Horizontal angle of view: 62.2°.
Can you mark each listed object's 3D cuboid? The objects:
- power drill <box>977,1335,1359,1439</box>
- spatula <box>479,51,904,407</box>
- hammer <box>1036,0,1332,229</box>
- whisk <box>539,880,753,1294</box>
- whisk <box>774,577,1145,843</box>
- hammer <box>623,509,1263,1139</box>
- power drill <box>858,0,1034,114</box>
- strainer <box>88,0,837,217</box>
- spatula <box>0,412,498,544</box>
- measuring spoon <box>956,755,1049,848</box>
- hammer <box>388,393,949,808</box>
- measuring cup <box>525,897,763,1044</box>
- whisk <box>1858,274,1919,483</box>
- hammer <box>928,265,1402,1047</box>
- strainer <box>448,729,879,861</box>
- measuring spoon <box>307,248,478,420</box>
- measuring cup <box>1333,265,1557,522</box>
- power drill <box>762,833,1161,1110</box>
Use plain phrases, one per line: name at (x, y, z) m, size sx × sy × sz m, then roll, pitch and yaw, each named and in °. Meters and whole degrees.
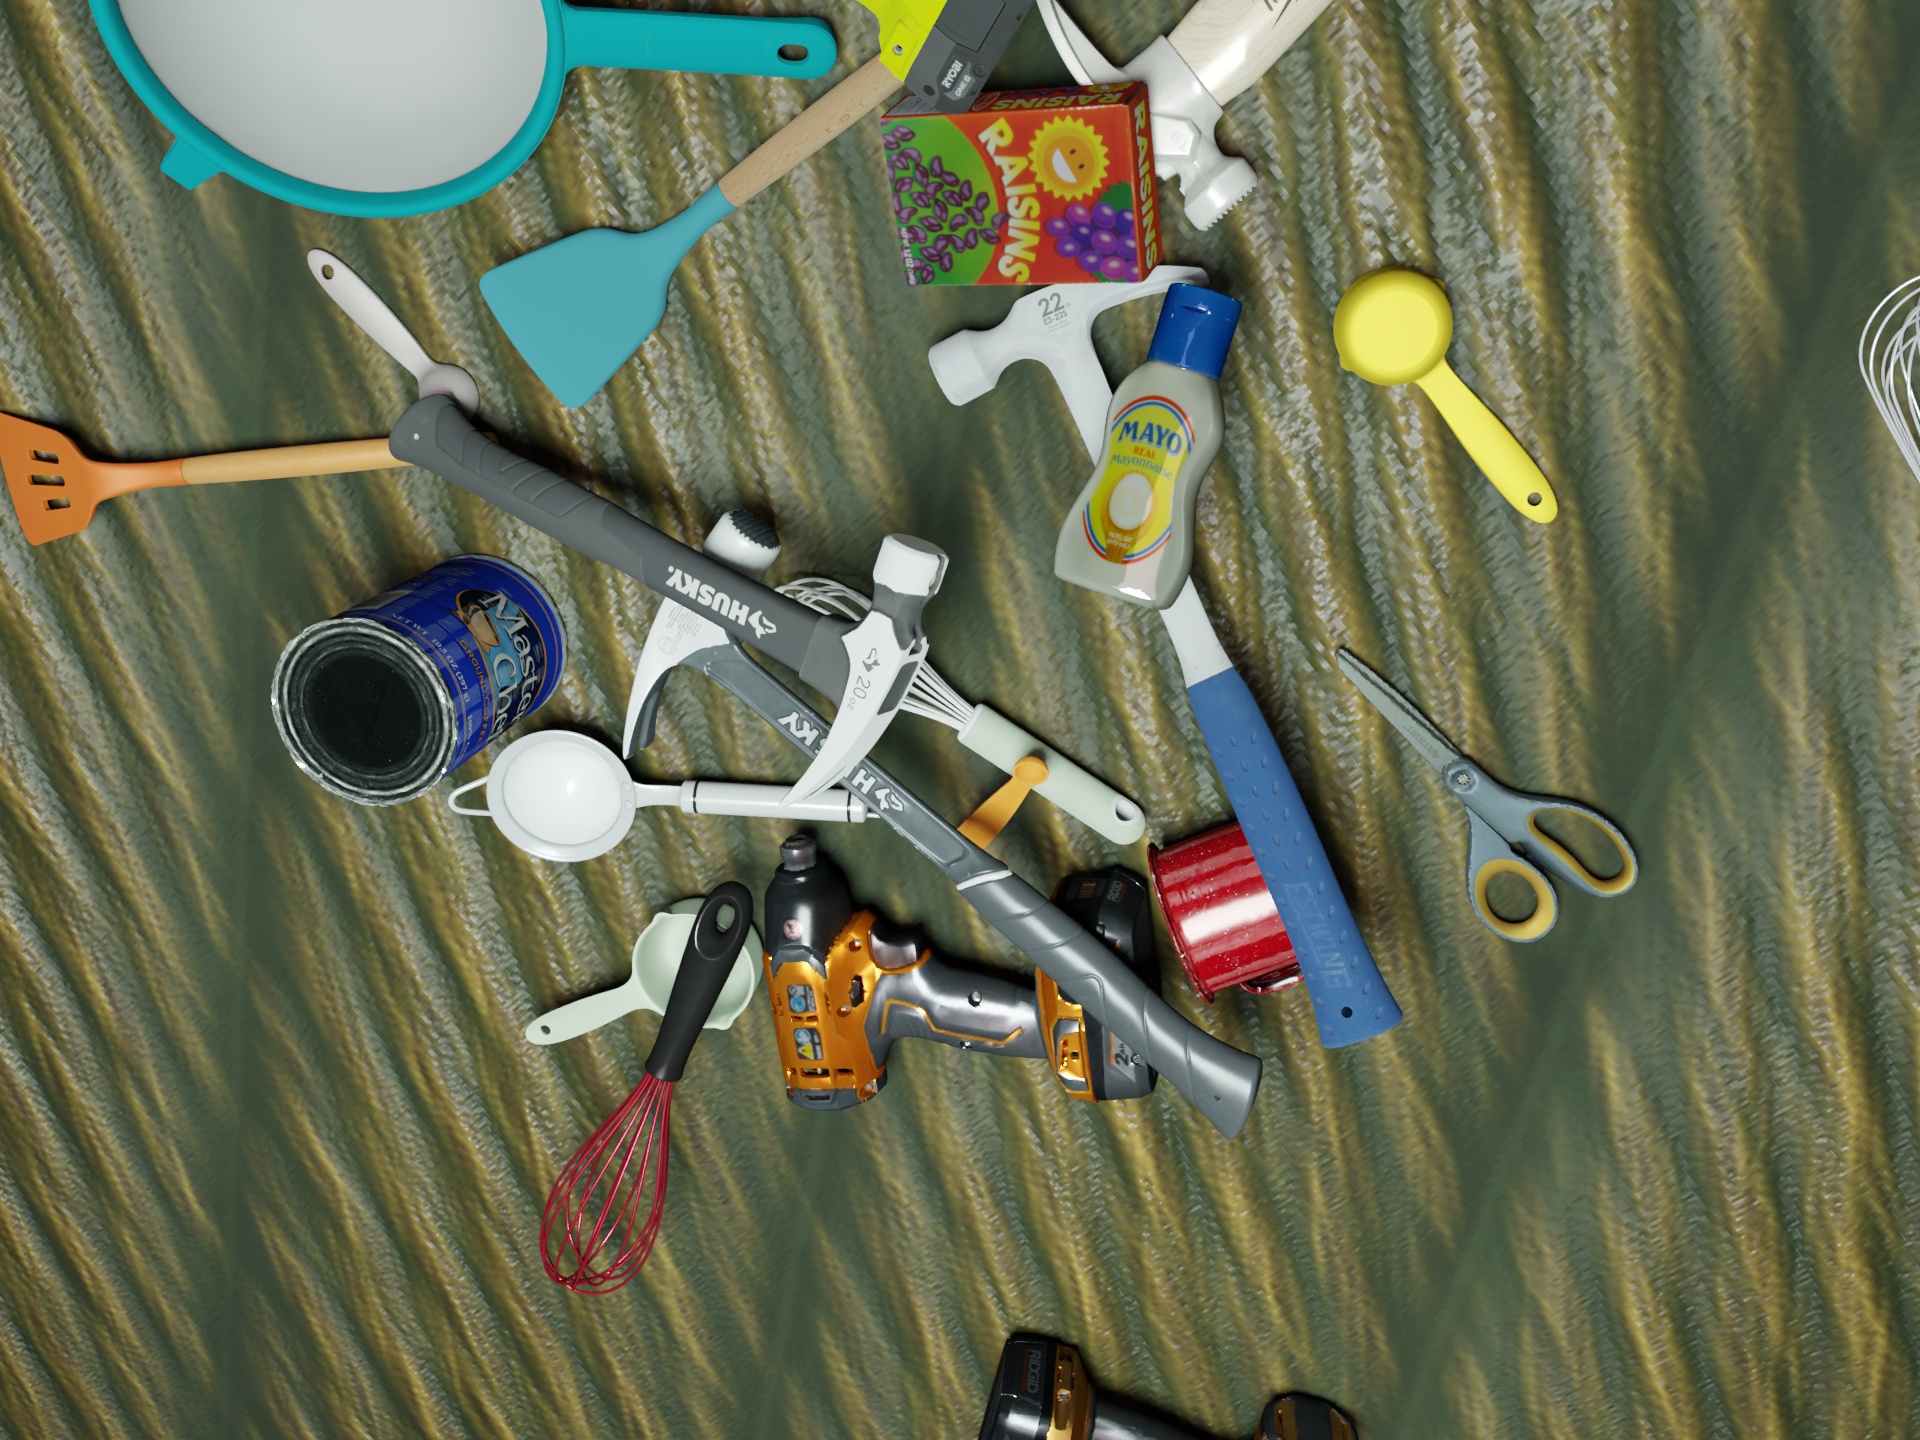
power drill at (0.121, 0.498, 1.013) m, size 0.226 × 0.084 × 0.185 m, roll 13°, pitch 112°, yaw 1°
spatula at (-0.099, -0.278, 0.799) m, size 0.317 × 0.044 × 0.082 m, roll -31°, pitch 102°, yaw 19°
hammer at (0.219, -0.412, 0.698) m, size 0.410 × 0.038 × 0.146 m, roll -39°, pitch 97°, yaw 20°
whisk at (-0.184, 0.224, 0.947) m, size 0.073 × 0.073 × 0.295 m, roll 24°, pitch 105°, yaw 2°
whisk at (-0.001, -0.003, 0.882) m, size 0.246 × 0.058 × 0.059 m, roll 33°, pitch 146°, yaw -5°
hammer at (-0.007, 0.074, 0.834) m, size 0.409 × 0.036 × 0.149 m, roll 41°, pitch 113°, yaw 5°
power drill at (-0.055, -0.381, 0.674) m, size 0.223 × 0.080 × 0.171 m, roll 30°, pitch 136°, yaw -11°
strainer at (-0.233, -0.358, 0.776) m, size 0.340 × 0.095 × 0.210 m, roll -1°, pitch 142°, yaw -11°
spatula at (-0.419, -0.149, 0.920) m, size 0.322 × 0.041 × 0.081 m, roll -3°, pitch 108°, yaw 8°
measuring spoon at (0.018, 0.050, 0.888) m, size 0.021 × 0.011 × 0.117 m, roll 22°, pitch 141°, yaw -14°
hammer at (-0.168, -0.083, 0.814) m, size 0.335 × 0.035 × 0.146 m, roll 28°, pitch 110°, yaw 21°
measuring cup at (-0.195, 0.161, 0.977) m, size 0.167 × 0.038 × 0.083 m, roll -24°, pitch 103°, yaw 20°
whisk at (0.487, -0.077, 0.755) m, size 0.070 × 0.070 × 0.284 m, roll -18°, pitch 110°, yaw 16°
hammer at (0.126, -0.034, 0.795) m, size 0.144 × 0.035 × 0.405 m, roll -24°, pitch 87°, yaw 16°
strainer at (-0.165, 0.044, 0.929) m, size 0.258 × 0.050 × 0.086 m, roll 3°, pitch 116°, yaw 4°
measuring spoon at (-0.318, -0.212, 0.879) m, size 0.034 × 0.018 × 0.124 m, roll -41°, pitch 96°, yaw 21°
measuring cup at (0.245, -0.156, 0.784) m, size 0.062 × 0.029 × 0.156 m, roll -40°, pitch 96°, yaw 20°
power drill at (-0.006, 0.140, 0.911) m, size 0.226 × 0.084 × 0.164 m, roll -4°, pitch 106°, yaw 16°
